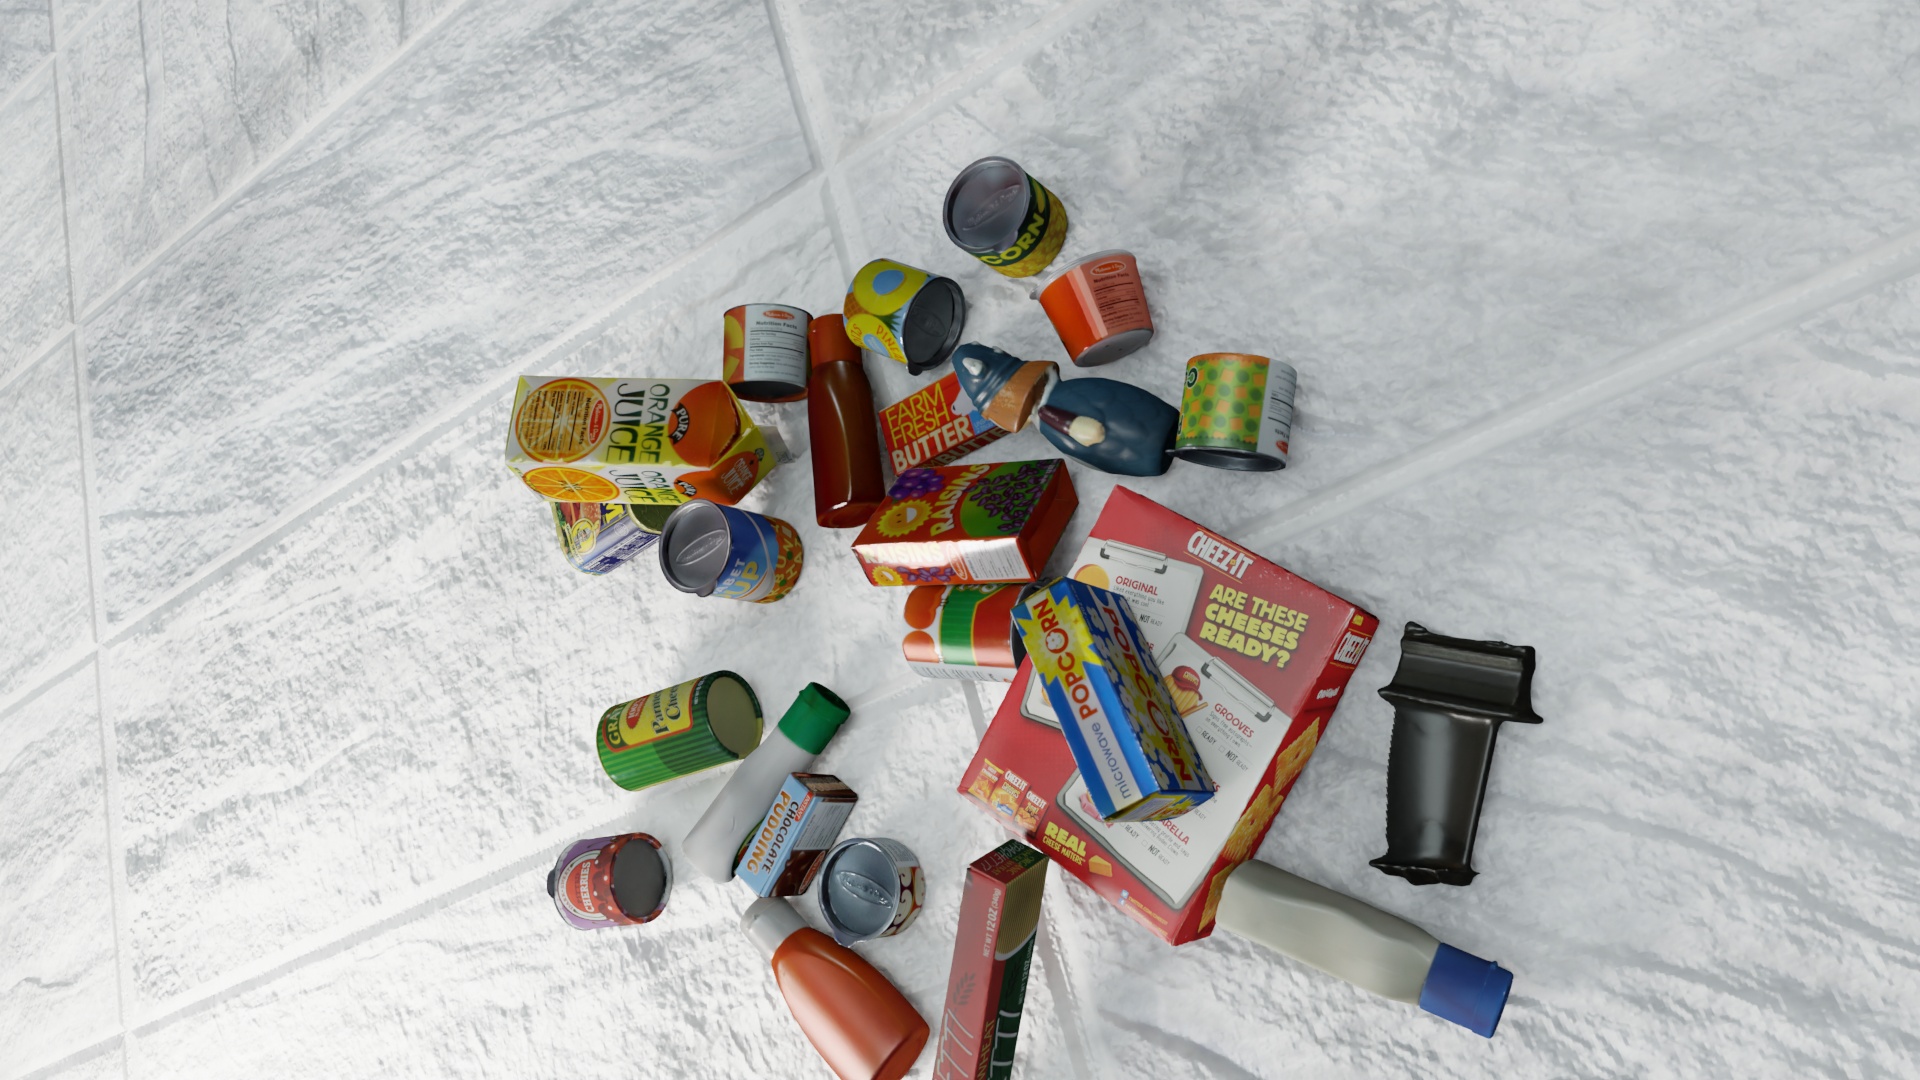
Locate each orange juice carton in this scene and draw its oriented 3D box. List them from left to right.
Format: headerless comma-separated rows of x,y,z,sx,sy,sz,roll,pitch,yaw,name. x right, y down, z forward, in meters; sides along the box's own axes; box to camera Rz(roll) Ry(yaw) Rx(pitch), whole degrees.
-0.221,-0.072,1.007,0.193,0.071,0.073,2,69,5,orange juice carton

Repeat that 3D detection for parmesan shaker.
-0.202,0.136,1.007,0.103,0.071,0.071,-20,71,26,parmesan shaker

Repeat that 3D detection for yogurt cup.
0.088,-0.146,0.885,0.072,0.072,0.054,-26,77,25,yogurt cup

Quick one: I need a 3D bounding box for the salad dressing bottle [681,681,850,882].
-0.134,0.166,0.964,0.044,0.064,0.147,37,94,7,salad dressing bottle

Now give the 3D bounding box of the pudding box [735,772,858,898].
-0.112,0.201,0.948,0.030,0.049,0.083,33,99,33,pudding box

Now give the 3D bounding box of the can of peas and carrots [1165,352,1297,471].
0.161,-0.076,0.825,0.071,0.071,0.059,5,83,32,can of peas and carrots

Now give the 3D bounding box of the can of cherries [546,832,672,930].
-0.255,0.249,1.012,0.058,0.071,0.071,-13,75,28,can of cherries

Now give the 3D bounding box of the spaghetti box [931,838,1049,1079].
0.010,0.298,0.817,0.029,0.050,0.249,18,107,31,spaghetti box

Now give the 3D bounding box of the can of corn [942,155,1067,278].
0.032,-0.214,0.933,0.071,0.058,0.071,-6,78,30,can of corn

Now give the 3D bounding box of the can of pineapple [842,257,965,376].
-0.040,-0.156,0.960,0.058,0.071,0.071,24,94,33,can of pineapple

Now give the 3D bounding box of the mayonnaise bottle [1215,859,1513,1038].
0.215,0.217,0.743,0.148,0.065,0.041,19,94,29,mayonnaise bottle

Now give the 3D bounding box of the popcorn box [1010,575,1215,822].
0.083,0.087,0.746,0.038,0.085,0.127,-32,66,21,popcorn box

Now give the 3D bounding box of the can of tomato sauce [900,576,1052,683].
0.014,0.055,0.890,0.083,0.071,0.071,0,81,32,can of tomato sauce

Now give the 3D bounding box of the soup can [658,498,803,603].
-0.162,0.012,0.993,0.071,0.084,0.071,-6,78,31,soup can

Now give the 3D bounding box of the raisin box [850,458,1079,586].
0.003,-0.011,0.898,0.123,0.040,0.086,-3,37,31,raisin box

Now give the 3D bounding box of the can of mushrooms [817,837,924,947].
-0.060,0.233,0.920,0.071,0.033,0.071,-6,78,29,can of mushrooms

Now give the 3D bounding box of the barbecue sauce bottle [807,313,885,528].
-0.084,-0.087,0.984,0.064,0.044,0.149,-32,60,56,barbecue sauce bottle

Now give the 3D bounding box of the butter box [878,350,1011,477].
-0.005,-0.085,0.952,0.103,0.024,0.053,-26,68,24,butter box

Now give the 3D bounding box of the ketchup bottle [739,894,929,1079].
-0.089,0.295,0.920,0.149,0.043,0.064,39,101,30,ketchup bottle

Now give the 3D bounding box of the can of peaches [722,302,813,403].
-0.141,-0.136,1.021,0.071,0.071,0.058,-7,78,30,can of peaches
